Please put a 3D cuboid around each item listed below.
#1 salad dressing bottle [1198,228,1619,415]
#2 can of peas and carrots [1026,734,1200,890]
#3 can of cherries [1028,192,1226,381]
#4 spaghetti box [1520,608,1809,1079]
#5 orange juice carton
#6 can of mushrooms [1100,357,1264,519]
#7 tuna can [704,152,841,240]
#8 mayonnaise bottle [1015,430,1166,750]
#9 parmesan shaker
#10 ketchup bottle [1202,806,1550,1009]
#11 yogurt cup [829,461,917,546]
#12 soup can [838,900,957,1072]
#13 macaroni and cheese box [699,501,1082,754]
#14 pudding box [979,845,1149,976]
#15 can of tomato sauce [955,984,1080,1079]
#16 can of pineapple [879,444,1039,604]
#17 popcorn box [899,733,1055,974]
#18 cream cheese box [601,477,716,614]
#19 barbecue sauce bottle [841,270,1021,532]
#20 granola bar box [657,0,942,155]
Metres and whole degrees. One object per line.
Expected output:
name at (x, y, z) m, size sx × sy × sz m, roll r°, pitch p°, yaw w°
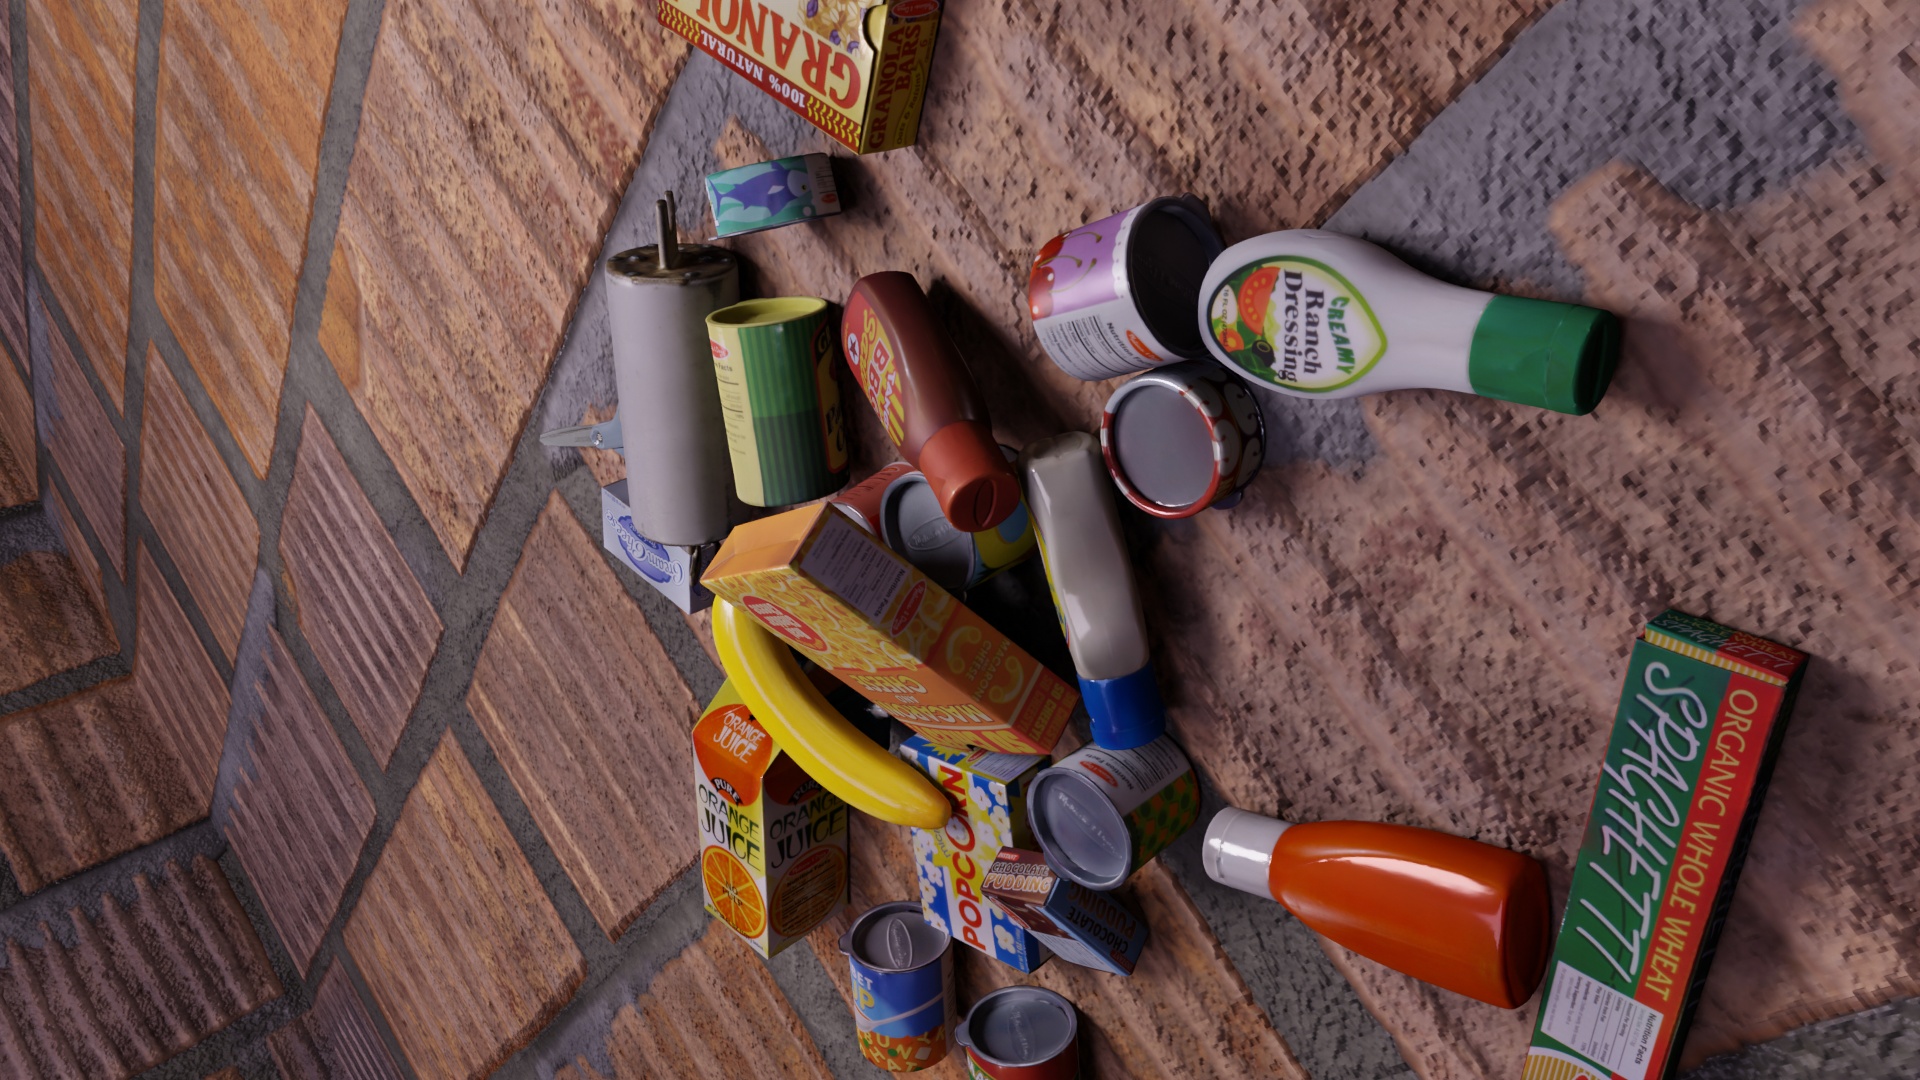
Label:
salad dressing bottle at (0.160, -0.078, 0.511) m, size 0.148 × 0.044 × 0.064 m, roll 19°, pitch 123°, yaw 40°
can of peas and carrots at (0.076, 0.133, 0.694) m, size 0.071 × 0.059 × 0.070 m, roll 24°, pitch 126°, yaw 38°
can of cherries at (0.072, -0.105, 0.578) m, size 0.058 × 0.072 × 0.071 m, roll -9°, pitch 103°, yaw 49°
spaghetti box at (0.259, 0.143, 0.526) m, size 0.050 × 0.029 × 0.248 m, roll 24°, pitch 125°, yaw 38°
orange juice carton at (-0.124, 0.170, 0.915) m, size 0.072 × 0.073 × 0.191 m, roll 25°, pitch 125°, yaw 37°
can of mushrooms at (0.097, -0.042, 0.604) m, size 0.071 × 0.033 × 0.070 m, roll 22°, pitch 123°, yaw 38°
tuna can at (-0.099, -0.178, 0.719) m, size 0.071 × 0.071 × 0.032 m, roll 2°, pitch 109°, yaw 46°
mayonnaise bottle at (0.063, 0.025, 0.655) m, size 0.065 × 0.041 × 0.147 m, roll -91°, pitch -14°, yaw -76°
parmesan shaker at (-0.100, -0.079, 0.774) m, size 0.071 × 0.071 × 0.102 m, roll 14°, pitch 120°, yaw 42°
ketchup bottle at (0.176, 0.151, 0.607) m, size 0.149 × 0.044 × 0.064 m, roll 8°, pitch 114°, yaw 45°
yogurt cup at (-0.042, -0.004, 0.756) m, size 0.072 × 0.054 × 0.072 m, roll 22°, pitch 123°, yaw 38°
soup can at (-0.039, 0.283, 0.882) m, size 0.071 × 0.071 × 0.083 m, roll 19°, pitch 123°, yaw 40°
macaroni and cheese box at (-0.038, 0.050, 0.708) m, size 0.166 × 0.040 × 0.123 m, roll 38°, pitch 158°, yaw -21°
pudding box at (0.056, 0.198, 0.739) m, size 0.049 × 0.030 × 0.083 m, roll -3°, pitch 141°, yaw 48°
can of tomato sauce at (0.036, 0.318, 0.819) m, size 0.071 × 0.071 × 0.082 m, roll 16°, pitch 120°, yaw 42°
can of pineapple at (0.003, -0.009, 0.702) m, size 0.071 × 0.058 × 0.070 m, roll 23°, pitch 125°, yaw 38°
popcorn box at (0.014, 0.174, 0.796) m, size 0.085 × 0.038 × 0.126 m, roll 13°, pitch 118°, yaw 43°
cream cheese box at (-0.209, 0.003, 0.960) m, size 0.104 × 0.024 × 0.053 m, roll 32°, pitch 131°, yaw 33°
barbecue sauce bottle at (-0.015, -0.065, 0.663) m, size 0.064 × 0.044 × 0.149 m, roll 99°, pitch 153°, yaw -42°
granola bar box at (-0.080, -0.279, 0.670) m, size 0.166 × 0.039 × 0.123 m, roll 39°, pitch 134°, yaw 28°
